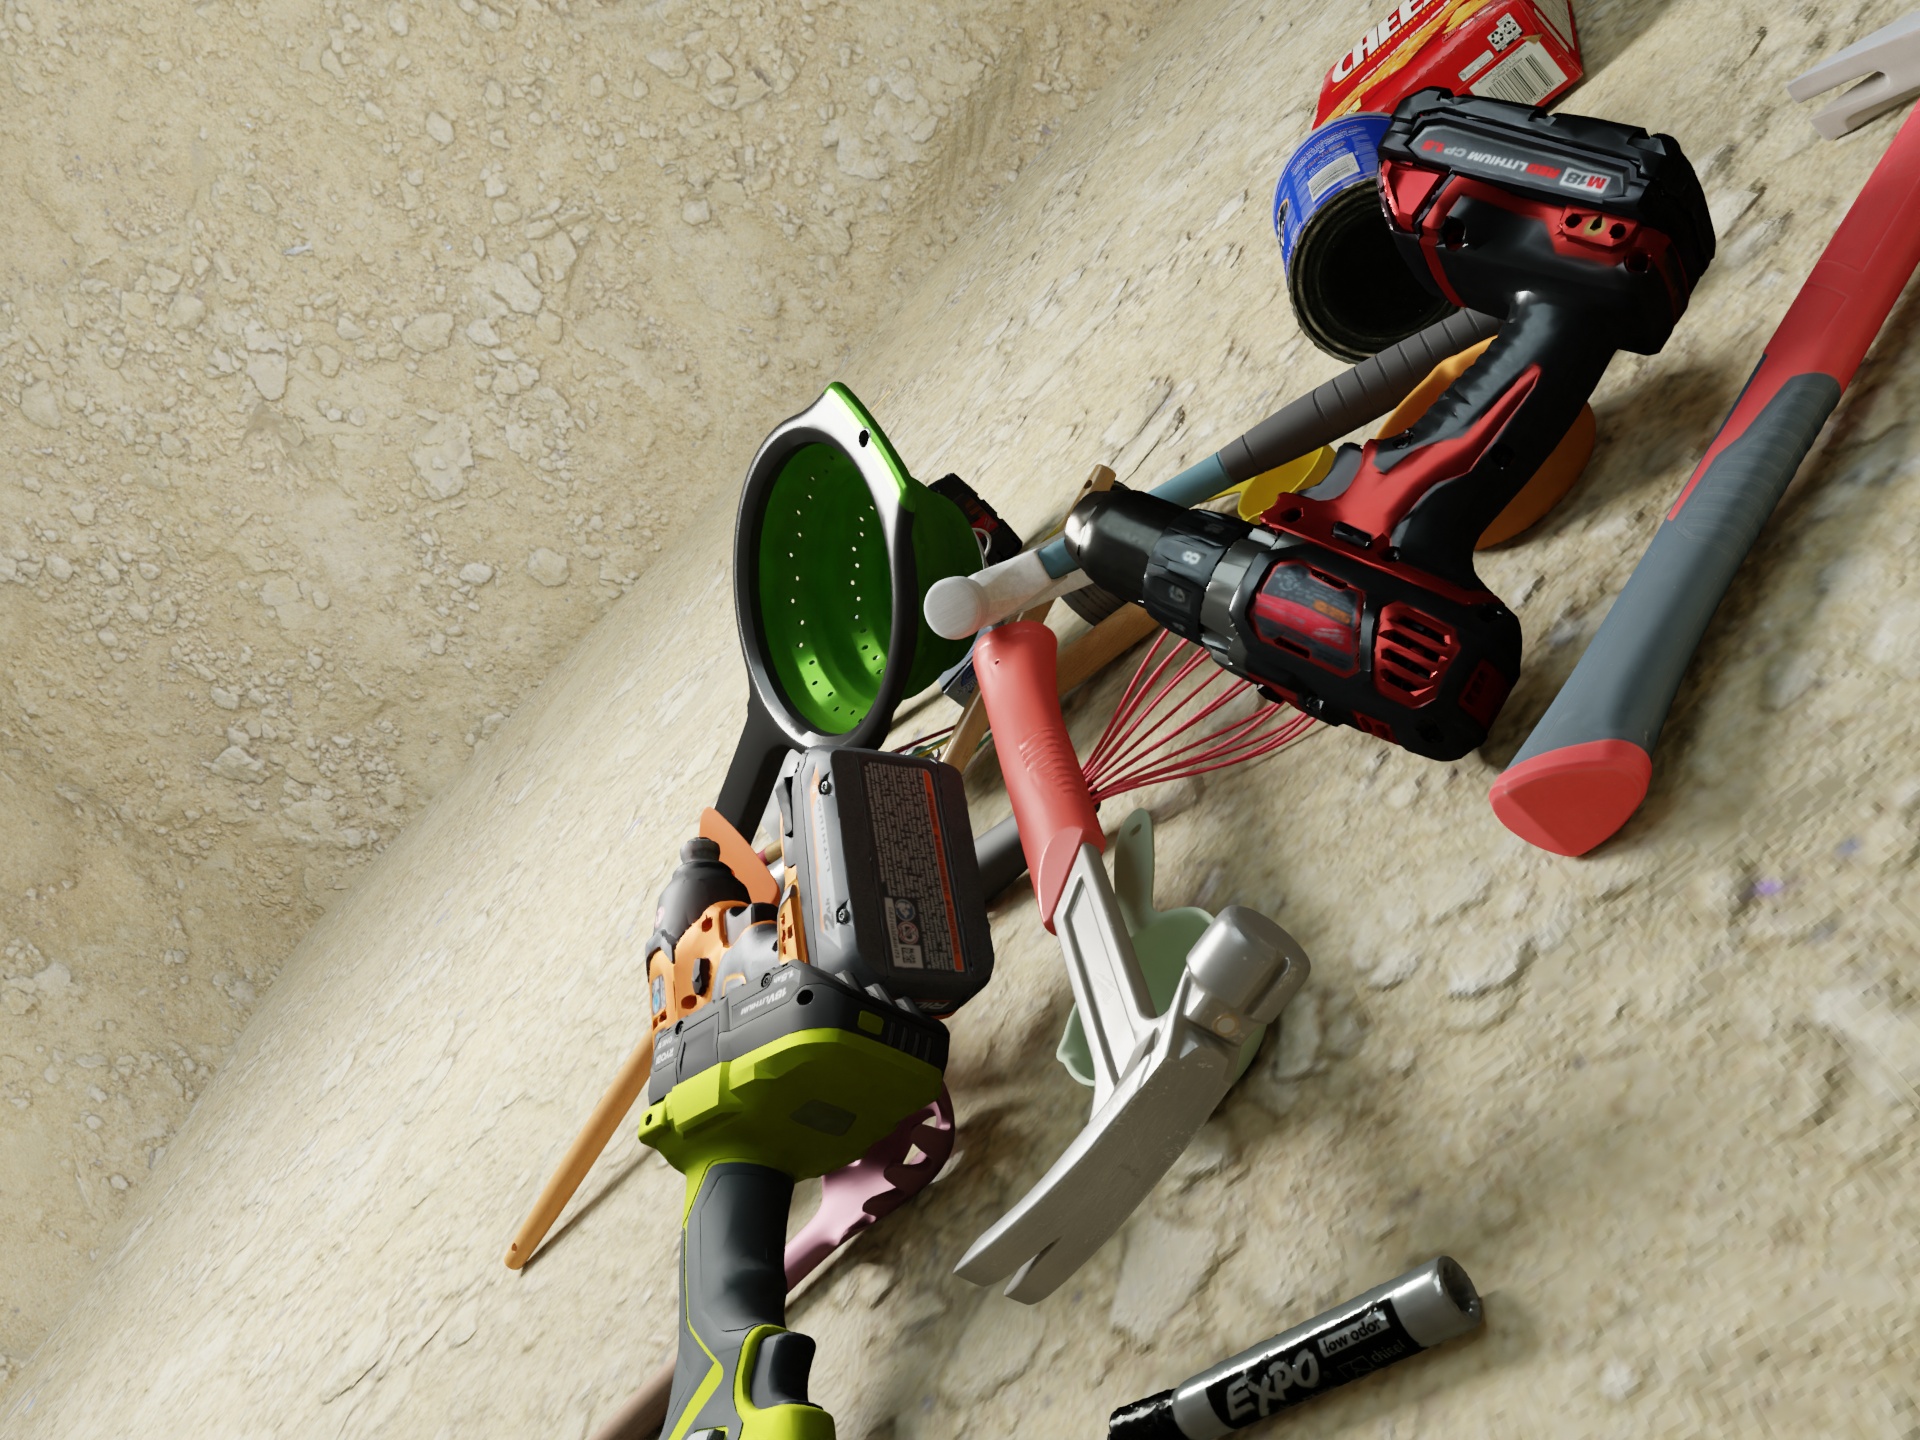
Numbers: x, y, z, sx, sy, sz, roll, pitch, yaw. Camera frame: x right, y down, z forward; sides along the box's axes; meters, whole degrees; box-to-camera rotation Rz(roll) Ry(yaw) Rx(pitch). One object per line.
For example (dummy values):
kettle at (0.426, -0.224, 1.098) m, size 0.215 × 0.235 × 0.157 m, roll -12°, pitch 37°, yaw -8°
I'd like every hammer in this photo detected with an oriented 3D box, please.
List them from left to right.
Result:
hammer at (0.035, 0.053, 0.631) m, size 0.149 × 0.036 × 0.359 m, roll -54°, pitch 19°, yaw 17°
hammer at (0.140, -0.127, 0.759) m, size 0.331 × 0.033 × 0.128 m, roll -27°, pitch 0°, yaw 22°
hammer at (0.281, -0.118, 0.556) m, size 0.386 × 0.038 × 0.143 m, roll -54°, pitch 17°, yaw -15°

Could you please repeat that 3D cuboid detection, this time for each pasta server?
pasta server at (-0.107, 0.262, 0.689) m, size 0.316 × 0.040 × 0.060 m, roll -47°, pitch 30°, yaw 11°

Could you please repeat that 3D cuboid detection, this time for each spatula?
spatula at (-0.193, 0.199, 0.928) m, size 0.081 × 0.041 × 0.322 m, roll 43°, pitch 106°, yaw 35°

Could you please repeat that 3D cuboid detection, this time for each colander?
colander at (-0.078, -0.023, 0.998) m, size 0.205 × 0.094 × 0.396 m, roll 57°, pitch 139°, yaw 33°

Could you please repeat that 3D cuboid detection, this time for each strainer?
strainer at (-0.087, 0.040, 1.090) m, size 0.258 × 0.050 × 0.087 m, roll -16°, pitch 53°, yaw 54°

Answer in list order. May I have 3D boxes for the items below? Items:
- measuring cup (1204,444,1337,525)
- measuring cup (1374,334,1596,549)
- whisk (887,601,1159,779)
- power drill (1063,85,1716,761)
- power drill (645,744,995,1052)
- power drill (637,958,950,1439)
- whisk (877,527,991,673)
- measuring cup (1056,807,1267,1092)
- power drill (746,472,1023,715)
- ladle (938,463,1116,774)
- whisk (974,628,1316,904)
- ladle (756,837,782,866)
measuring cup at (0.158, -0.121, 0.866) m, size 0.062 × 0.029 × 0.156 m, roll -52°, pitch 16°, yaw -8°
measuring cup at (0.192, -0.091, 0.687) m, size 0.173 × 0.052 × 0.095 m, roll -39°, pitch 20°, yaw 33°
whisk at (0.016, 0.005, 0.923) m, size 0.245 × 0.047 × 0.051 m, roll -36°, pitch 24°, yaw 22°
power drill at (0.155, -0.115, 0.603) m, size 0.188 × 0.080 × 0.226 m, roll 29°, pitch 93°, yaw 35°
power drill at (-0.083, 0.098, 0.755) m, size 0.226 × 0.084 × 0.164 m, roll -41°, pitch 50°, yaw 44°
power drill at (-0.066, 0.211, 0.580) m, size 0.171 × 0.080 × 0.223 m, roll -33°, pitch 41°, yaw 38°
whisk at (-0.041, -0.049, 1.077) m, size 0.058 × 0.059 × 0.246 m, roll -26°, pitch -20°, yaw -40°
measuring cup at (0.079, 0.087, 0.612) m, size 0.083 × 0.038 × 0.168 m, roll -42°, pitch 18°, yaw 22°
power drill at (-0.060, -0.076, 1.185) m, size 0.219 × 0.078 × 0.143 m, roll -45°, pitch 0°, yaw 29°
ladle at (-0.001, -0.003, 0.857) m, size 0.078 × 0.062 × 0.320 m, roll 23°, pitch 83°, yaw 50°
whisk at (0.069, 0.024, 0.734) m, size 0.295 × 0.073 × 0.073 m, roll -41°, pitch 19°, yaw 38°
ladle at (-0.112, 0.085, 1.076) m, size 0.315 × 0.031 × 0.069 m, roll -27°, pitch 37°, yaw 44°
